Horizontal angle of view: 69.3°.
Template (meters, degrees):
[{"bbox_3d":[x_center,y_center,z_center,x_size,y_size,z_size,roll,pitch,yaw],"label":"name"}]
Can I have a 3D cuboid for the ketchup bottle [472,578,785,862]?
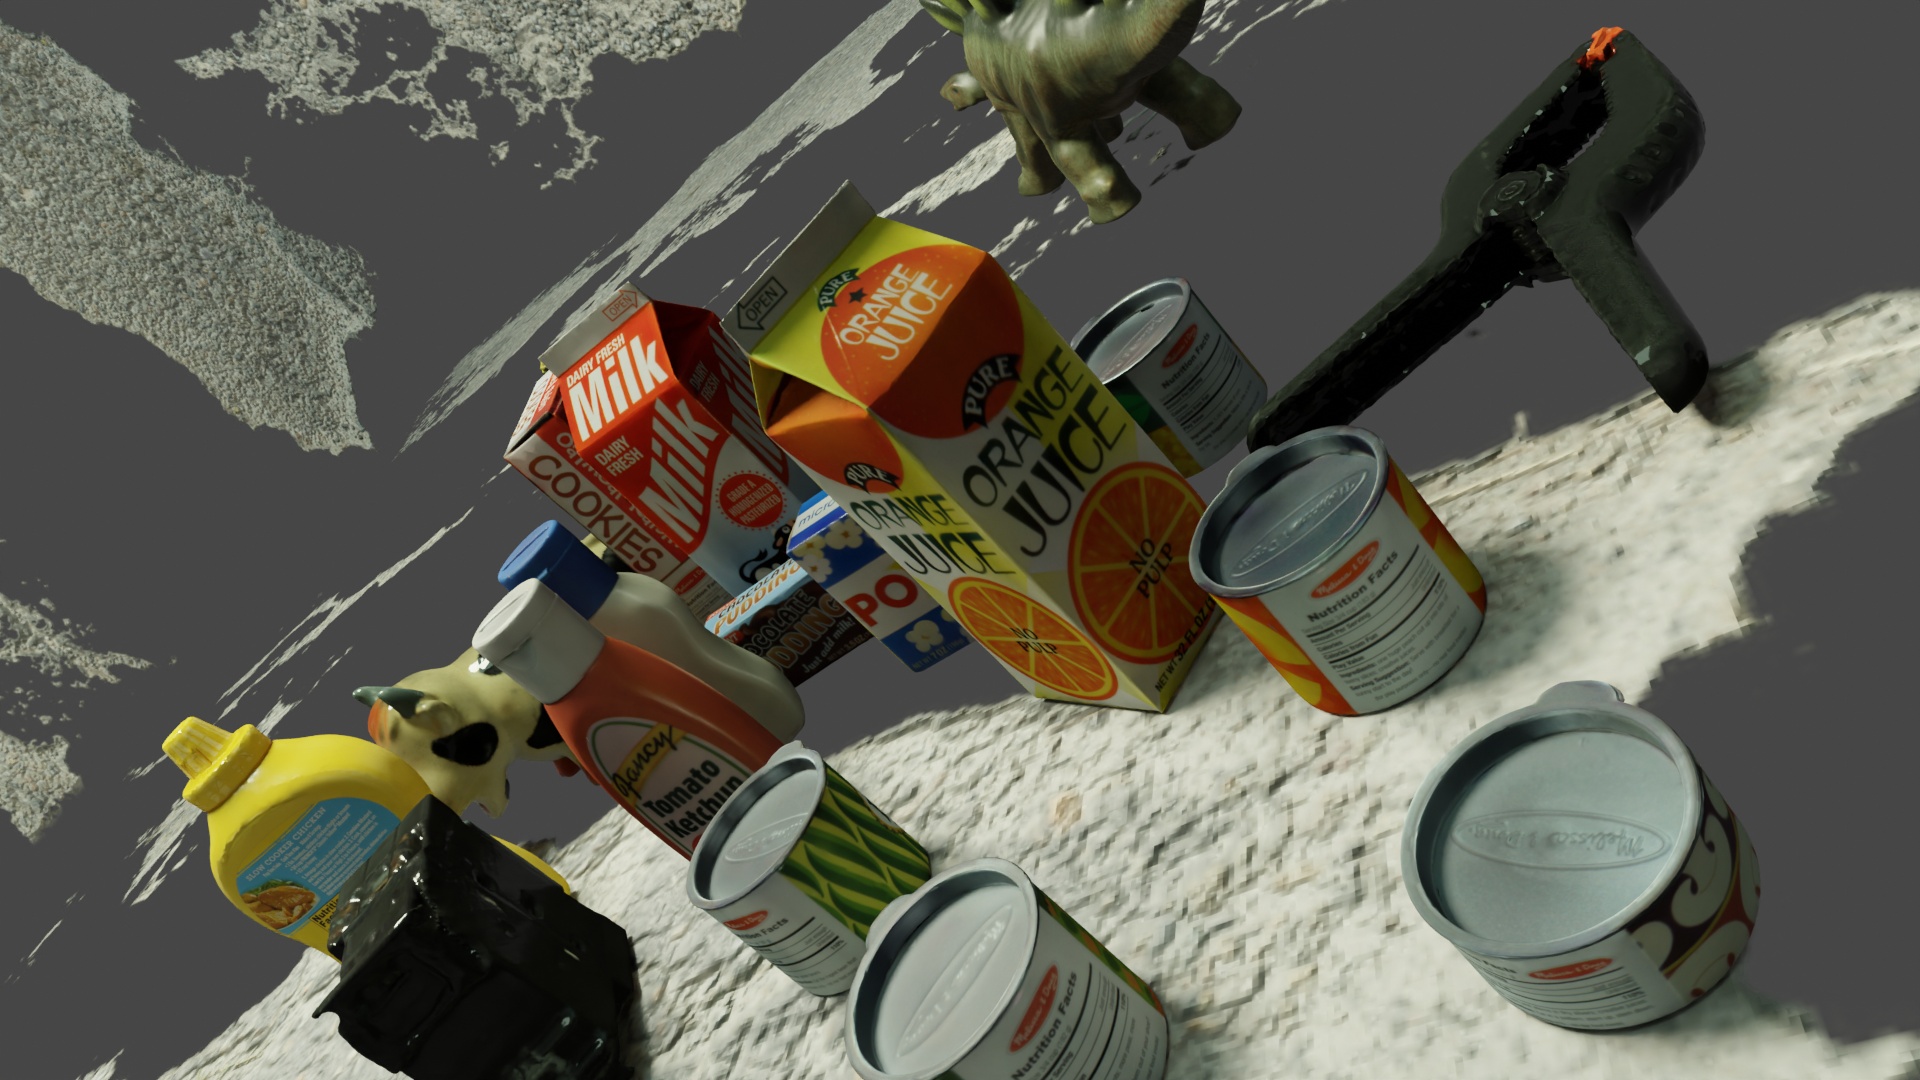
[{"bbox_3d":[-0.133,0.076,0.577,0.064,0.148,0.044,-38,24,15],"label":"ketchup bottle"}]

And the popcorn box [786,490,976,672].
[{"bbox_3d":[0.002,-0.007,0.578,0.126,0.085,0.038,-32,26,26],"label":"popcorn box"}]

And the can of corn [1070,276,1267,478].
[{"bbox_3d":[0.084,-0.066,0.579,0.071,0.058,0.071,-35,25,19],"label":"can of corn"}]

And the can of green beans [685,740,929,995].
[{"bbox_3d":[-0.053,0.118,0.495,0.071,0.057,0.071,-35,25,19],"label":"can of green beans"}]

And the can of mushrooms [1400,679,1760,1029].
[{"bbox_3d":[0.136,0.068,0.305,0.071,0.033,0.071,-35,25,19],"label":"can of mushrooms"}]

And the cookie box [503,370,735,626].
[{"bbox_3d":[-0.173,-0.026,0.786,0.040,0.167,0.123,-40,24,10],"label":"cookie box"}]

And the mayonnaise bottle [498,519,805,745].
[{"bbox_3d":[-0.141,0.051,0.632,0.064,0.148,0.041,-42,23,5],"label":"mayonnaise bottle"}]

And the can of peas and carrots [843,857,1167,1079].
[{"bbox_3d":[0.011,0.129,0.373,0.071,0.058,0.071,-35,25,19],"label":"can of peas and carrots"}]

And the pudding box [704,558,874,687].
[{"bbox_3d":[-0.082,0.040,0.679,0.083,0.049,0.030,-34,25,23],"label":"pudding box"}]

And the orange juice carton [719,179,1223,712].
[{"bbox_3d":[0.006,-0.029,0.473,0.073,0.192,0.072,-4,46,57],"label":"orange juice carton"}]

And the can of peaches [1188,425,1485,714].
[{"bbox_3d":[0.111,0.008,0.413,0.071,0.058,0.071,-35,25,19],"label":"can of peaches"}]

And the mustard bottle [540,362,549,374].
[{"bbox_3d":[-0.227,-0.063,0.942,0.049,0.160,0.065,-51,24,-15],"label":"mustard bottle"}]

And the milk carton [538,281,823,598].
[{"bbox_3d":[-0.120,-0.043,0.700,0.072,0.190,0.074,-33,26,25],"label":"milk carton"}]
